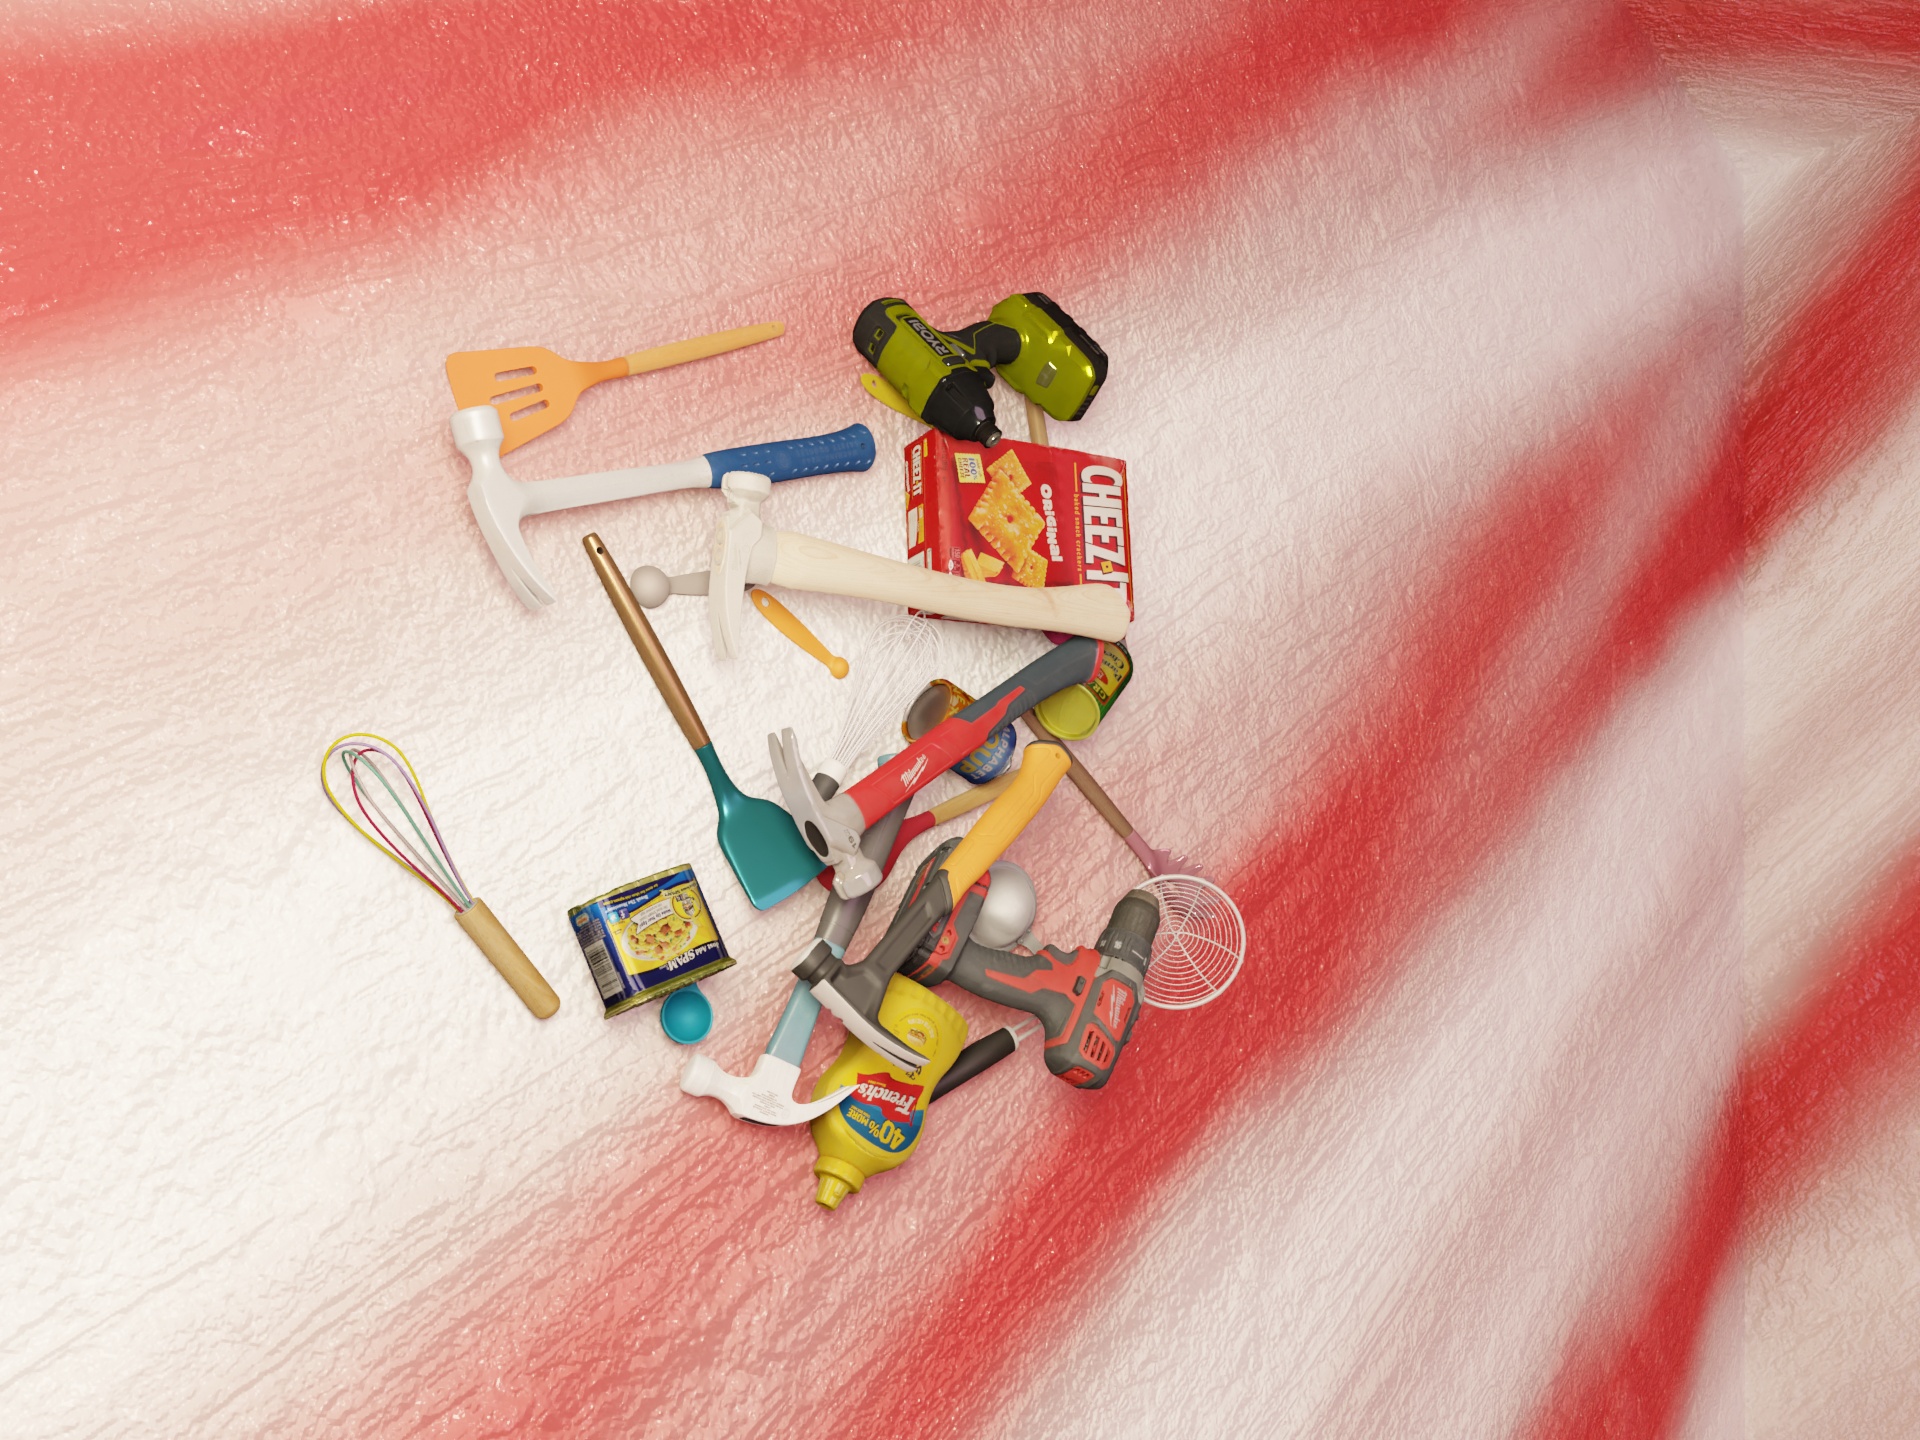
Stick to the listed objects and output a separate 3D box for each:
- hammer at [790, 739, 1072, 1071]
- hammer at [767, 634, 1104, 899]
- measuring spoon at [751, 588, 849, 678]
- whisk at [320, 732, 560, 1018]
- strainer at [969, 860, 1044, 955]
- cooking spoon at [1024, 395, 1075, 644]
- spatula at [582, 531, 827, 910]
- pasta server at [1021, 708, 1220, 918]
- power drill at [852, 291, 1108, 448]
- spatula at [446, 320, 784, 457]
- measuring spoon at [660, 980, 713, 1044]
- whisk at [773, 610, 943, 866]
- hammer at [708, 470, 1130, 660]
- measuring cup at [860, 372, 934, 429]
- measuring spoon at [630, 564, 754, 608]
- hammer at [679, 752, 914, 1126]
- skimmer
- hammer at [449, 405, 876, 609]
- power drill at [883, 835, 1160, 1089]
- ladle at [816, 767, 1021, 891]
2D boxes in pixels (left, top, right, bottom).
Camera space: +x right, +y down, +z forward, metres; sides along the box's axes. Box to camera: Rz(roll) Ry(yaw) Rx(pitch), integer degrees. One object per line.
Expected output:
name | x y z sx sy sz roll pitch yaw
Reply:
hammer | 0.005 0.131 1.305 0.127 0.034 0.337 44 51 -2
hammer | -0.002 -0.004 1.348 0.386 0.038 0.143 -35 103 -43
measuring spoon | -0.133 -0.074 1.344 0.116 0.011 0.021 42 55 -31
whisk | -0.344 0.108 1.079 0.244 0.051 0.047 59 42 -23
strainer | 0.077 0.216 1.478 0.087 0.050 0.258 -52 122 -20
cooking spoon | 0.085 -0.230 1.572 0.017 0.069 0.319 71 10 -80
spatula | -0.207 -0.004 1.236 0.082 0.044 0.317 -35 106 -29
pasta server | 0.158 0.092 1.582 0.316 0.040 0.060 49 40 -25
power drill | 0.029 -0.324 1.470 0.223 0.080 0.171 -22 63 -46
spatula | -0.256 -0.283 1.260 0.322 0.041 0.081 -31 105 -48
measuring spoon | -0.214 0.184 1.215 0.042 0.021 0.129 7 68 -34
whisk | -0.093 0.020 1.340 0.070 0.070 0.285 46 59 -29
hammer | -0.021 -0.099 1.341 0.410 0.038 0.146 7 85 -35
measuring cup | -0.028 -0.289 1.478 0.156 0.029 0.062 21 67 -42
measuring spoon | -0.209 -0.111 1.273 0.124 0.018 0.034 -10 89 -46
hammer | -0.101 0.167 1.277 0.128 0.033 0.331 30 64 -16
skimmer | 0.104 0.253 1.422 0.363 0.090 0.127 -25 89 -34
hammer | -0.209 -0.189 1.254 0.405 0.035 0.144 -20 98 -49
power drill | 0.063 0.189 1.377 0.226 0.080 0.188 31 59 -8
ladle | -0.011 0.082 1.427 0.315 0.031 0.069 -22 96 -46
